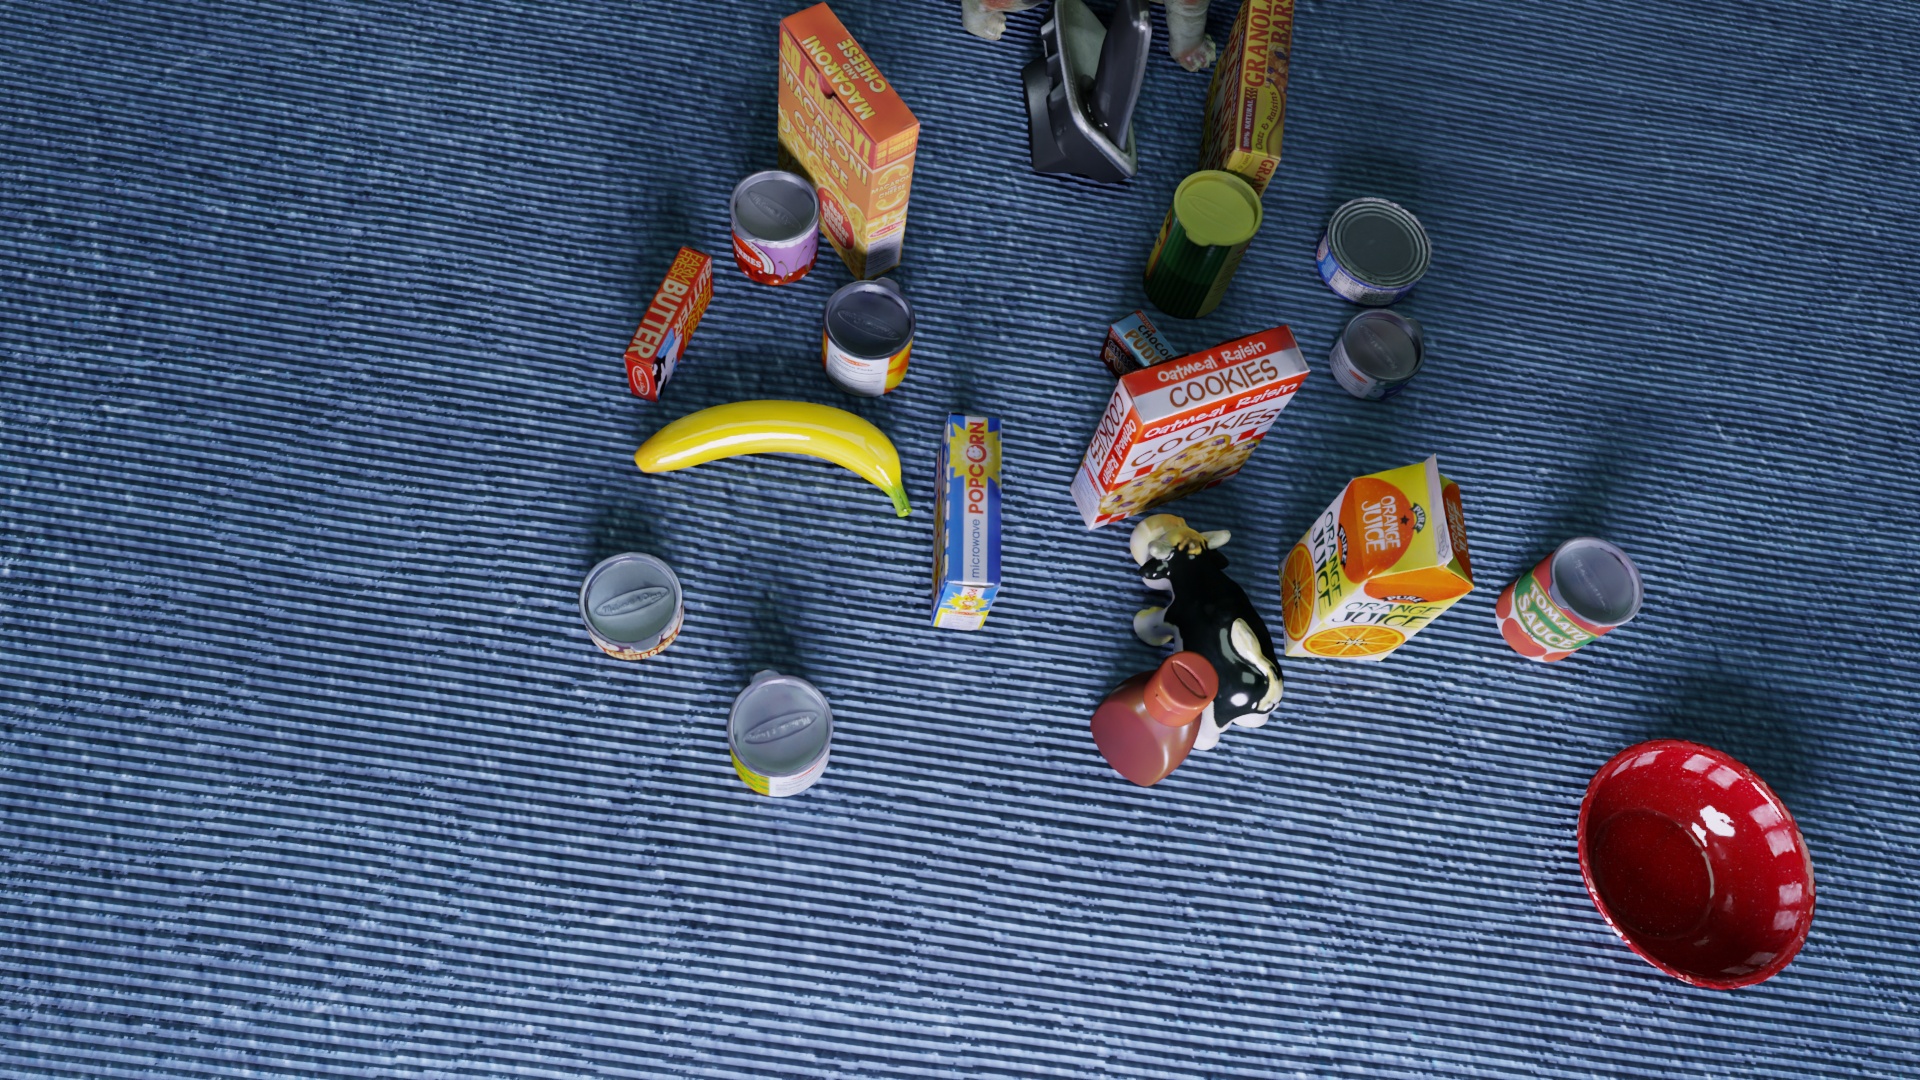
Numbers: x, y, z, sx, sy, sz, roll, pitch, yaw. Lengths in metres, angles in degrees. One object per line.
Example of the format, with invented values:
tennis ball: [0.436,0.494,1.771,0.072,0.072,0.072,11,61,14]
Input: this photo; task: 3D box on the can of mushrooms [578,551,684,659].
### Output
can of mushrooms: [-0.217,0.046,0.921,0.071,0.033,0.071,3,66,-6]

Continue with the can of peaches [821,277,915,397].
can of peaches: [-0.067,-0.148,1.012,0.071,0.057,0.071,3,66,-6]

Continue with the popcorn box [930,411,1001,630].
popcorn box: [0.003,-0.012,0.947,0.038,0.085,0.127,3,66,-6]

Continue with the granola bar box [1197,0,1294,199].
granola bar box: [0.220,-0.329,1.093,0.039,0.123,0.166,11,66,-3]

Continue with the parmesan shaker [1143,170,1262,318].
parmesan shaker: [0.179,-0.220,1.052,0.071,0.102,0.071,3,67,-6]

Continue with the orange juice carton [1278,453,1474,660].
orange juice carton: [0.276,0.015,0.913,0.073,0.192,0.072,4,67,-6]

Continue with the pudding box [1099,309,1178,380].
pudding box: [0.143,-0.125,1.035,0.030,0.049,0.084,-30,74,-18]

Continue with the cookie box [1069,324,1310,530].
cookie box: [0.151,-0.075,0.950,0.123,0.166,0.040,-19,71,-15]

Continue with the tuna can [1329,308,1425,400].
tuna can: [0.324,-0.145,1.077,0.071,0.032,0.071,3,66,-6]

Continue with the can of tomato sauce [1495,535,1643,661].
can of tomato sauce: [0.426,0.044,0.980,0.071,0.082,0.071,3,67,-6]

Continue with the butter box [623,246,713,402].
butter box: [-0.209,-0.156,0.999,0.024,0.053,0.104,20,66,1]

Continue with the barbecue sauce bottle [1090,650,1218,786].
barbecue sauce bottle: [0.124,0.110,0.875,0.044,0.148,0.065,-37,76,-20]

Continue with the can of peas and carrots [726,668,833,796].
can of peas and carrots: [-0.116,0.123,0.887,0.071,0.058,0.071,3,66,-6]

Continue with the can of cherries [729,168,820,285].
can of cherries: [-0.141,-0.232,1.039,0.071,0.058,0.072,3,66,-6]

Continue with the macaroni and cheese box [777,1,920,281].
macaroni and cheese box: [-0.086,-0.283,1.009,0.040,0.165,0.124,-31,74,-18]
